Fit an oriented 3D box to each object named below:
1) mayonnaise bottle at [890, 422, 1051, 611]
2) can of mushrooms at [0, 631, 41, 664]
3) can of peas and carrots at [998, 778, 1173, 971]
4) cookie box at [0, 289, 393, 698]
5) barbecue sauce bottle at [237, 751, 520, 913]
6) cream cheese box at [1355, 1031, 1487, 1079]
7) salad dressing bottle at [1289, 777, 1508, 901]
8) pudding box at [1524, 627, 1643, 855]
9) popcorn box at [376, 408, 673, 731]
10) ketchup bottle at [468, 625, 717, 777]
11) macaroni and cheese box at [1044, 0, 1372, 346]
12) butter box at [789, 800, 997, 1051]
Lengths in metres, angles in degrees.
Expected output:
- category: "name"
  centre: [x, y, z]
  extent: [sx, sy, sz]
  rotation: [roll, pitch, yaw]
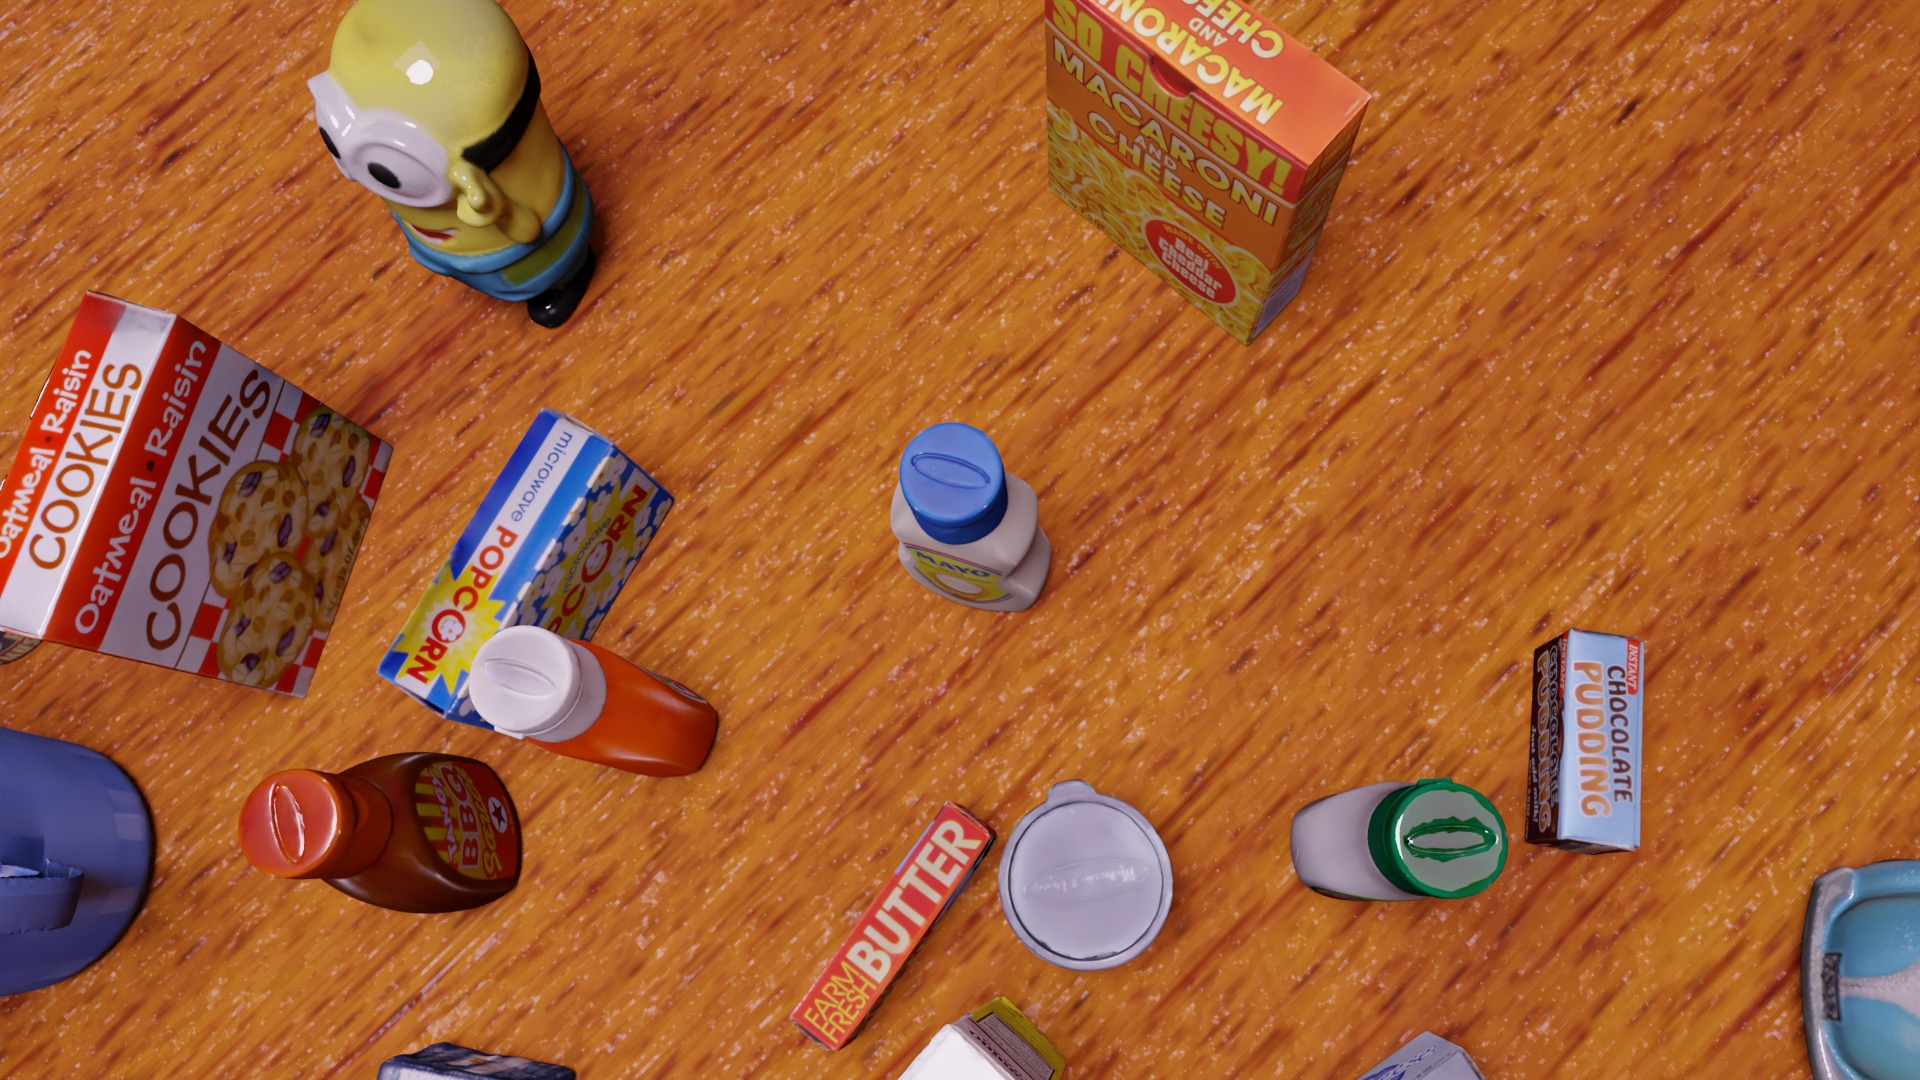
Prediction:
- category: "mayonnaise bottle"
  centre: [0.002, -0.007, 0.545]
  extent: [0.065, 0.148, 0.041]
  rotation: [17, 79, 8]
- category: "can of mushrooms"
  centre: [-0.447, 0.024, 0.633]
  extent: [0.071, 0.033, 0.071]
  rotation: [-1, 76, 4]
- category: "can of peas and carrots"
  centre: [0.049, 0.132, 0.552]
  extent: [0.071, 0.058, 0.071]
  rotation: [-1, 76, 4]
- category: "cookie box"
  centre: [-0.305, -0.009, 0.561]
  extent: [0.040, 0.167, 0.123]
  rotation: [13, 78, 8]
- category: "barbecue sauce bottle"
  centre: [-0.218, 0.111, 0.533]
  extent: [0.044, 0.148, 0.065]
  rotation: [-20, 76, 0]
- category: "cream cheese box"
  centre: [0.148, 0.227, 0.523]
  extent: [0.104, 0.053, 0.024]
  rotation: [-34, 76, -4]
- category: "salad dressing bottle"
  centre: [0.158, 0.110, 0.503]
  extent: [0.064, 0.147, 0.044]
  rotation: [-4, 76, 4]
- category: "pudding box"
  centre: [0.249, 0.081, 0.554]
  extent: [0.030, 0.049, 0.084]
  rotation: [7, 77, 6]
- category: "popcorn box"
  centre: [-0.179, 0.016, 0.586]
  extent: [0.038, 0.085, 0.127]
  rotation: [27, 80, 11]
- category: "ketchup bottle"
  centre: [-0.143, 0.064, 0.539]
  extent: [0.065, 0.148, 0.043]
  rotation: [16, 79, 8]
- category: "macaroni and cheese box"
  centre: [0.092, -0.158, 0.566]
  extent: [0.124, 0.166, 0.040]
  rotation: [41, 83, 13]
- category: "butter box"
  centre: [-0.024, 0.153, 0.556]
  extent: [0.024, 0.053, 0.103]
  rotation: [35, 81, 12]
